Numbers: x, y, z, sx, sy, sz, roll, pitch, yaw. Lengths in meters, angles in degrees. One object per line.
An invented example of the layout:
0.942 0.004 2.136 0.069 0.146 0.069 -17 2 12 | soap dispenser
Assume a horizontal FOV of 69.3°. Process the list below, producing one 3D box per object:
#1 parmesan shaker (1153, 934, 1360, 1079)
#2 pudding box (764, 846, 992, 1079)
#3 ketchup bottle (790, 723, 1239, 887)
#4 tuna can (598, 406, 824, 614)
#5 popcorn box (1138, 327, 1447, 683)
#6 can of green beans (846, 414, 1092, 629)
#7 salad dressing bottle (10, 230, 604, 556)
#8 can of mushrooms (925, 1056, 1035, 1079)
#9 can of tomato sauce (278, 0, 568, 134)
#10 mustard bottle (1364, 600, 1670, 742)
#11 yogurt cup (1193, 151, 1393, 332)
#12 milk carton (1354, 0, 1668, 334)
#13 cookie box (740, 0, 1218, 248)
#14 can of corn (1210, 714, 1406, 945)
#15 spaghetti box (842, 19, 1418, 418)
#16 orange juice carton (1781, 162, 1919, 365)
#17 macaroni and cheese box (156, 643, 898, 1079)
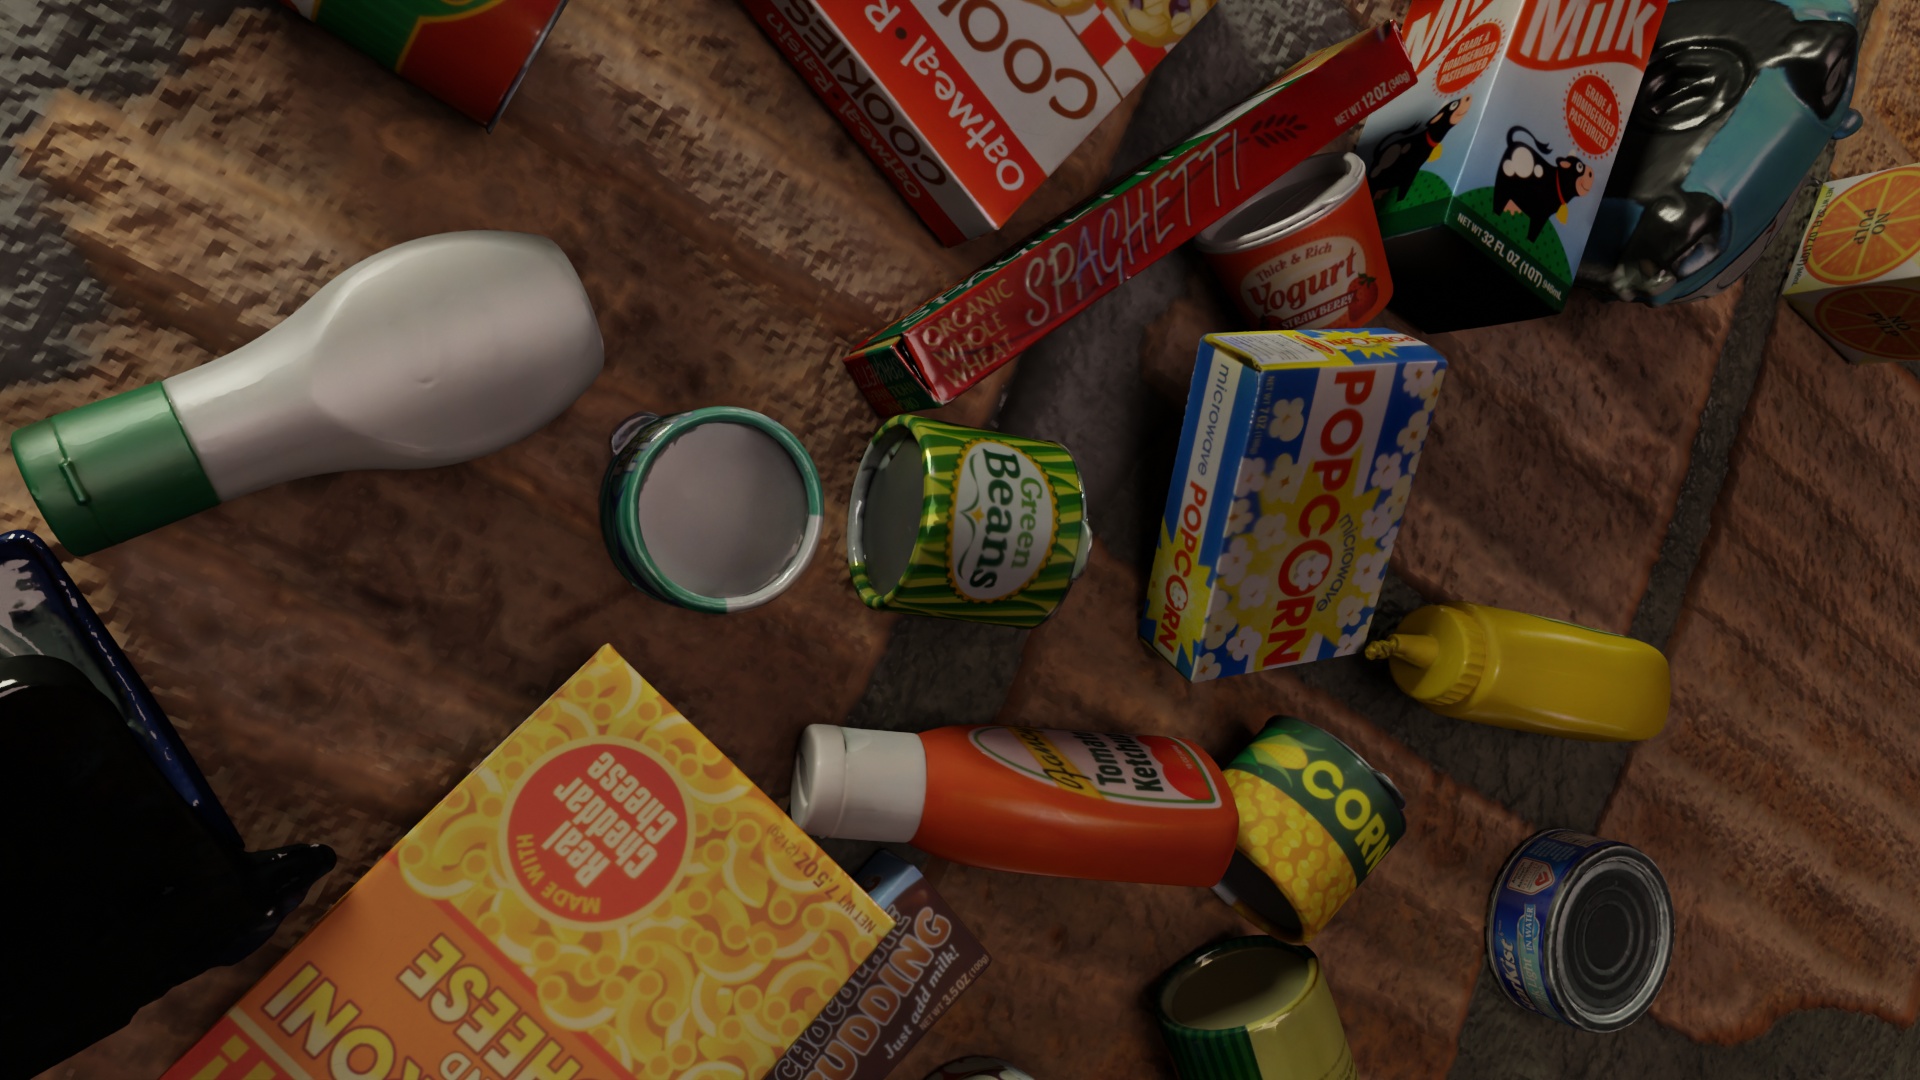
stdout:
0.121 0.211 0.529 0.071 0.071 0.103 -24 100 -24 | parmesan shaker
-0.036 0.151 0.468 0.084 0.030 0.049 -43 107 -20 | pudding box
0.018 0.089 0.479 0.149 0.065 0.043 8 110 -18 | ketchup bottle
-0.080 -0.012 0.443 0.071 0.033 0.071 -1 91 -27 | tuna can
0.121 -0.014 0.514 0.085 0.038 0.126 -7 120 -27 | popcorn box
0.001 -0.006 0.465 0.058 0.071 0.071 9 87 -26 | can of green beans
-0.177 -0.041 0.389 0.148 0.044 0.064 -26 104 -23 | salad dressing bottle
0.008 0.221 0.489 0.071 0.033 0.071 -1 91 -27 | can of mushrooms
-0.151 -0.166 0.385 0.083 0.071 0.071 30 78 -23 | can of tomato sauce
0.226 0.053 0.575 0.160 0.065 0.049 13 82 -32 | mustard bottle
0.130 -0.109 0.532 0.072 0.072 0.053 -40 115 -21 | yogurt cup
0.225 -0.188 0.573 0.072 0.073 0.191 28 78 -24 | milk carton
0.016 -0.204 0.487 0.122 0.040 0.168 48 70 -19 | cookie box
0.125 0.110 0.526 0.058 0.071 0.071 -42 108 -19 | can of corn
0.067 -0.120 0.507 0.251 0.050 0.028 -36 105 -22 | spaghetti box
0.504 -0.138 0.648 0.073 0.192 0.072 31 78 -23 | orange juice carton
-0.120 0.132 0.404 0.123 0.040 0.167 45 71 -4 | macaroni and cheese box
